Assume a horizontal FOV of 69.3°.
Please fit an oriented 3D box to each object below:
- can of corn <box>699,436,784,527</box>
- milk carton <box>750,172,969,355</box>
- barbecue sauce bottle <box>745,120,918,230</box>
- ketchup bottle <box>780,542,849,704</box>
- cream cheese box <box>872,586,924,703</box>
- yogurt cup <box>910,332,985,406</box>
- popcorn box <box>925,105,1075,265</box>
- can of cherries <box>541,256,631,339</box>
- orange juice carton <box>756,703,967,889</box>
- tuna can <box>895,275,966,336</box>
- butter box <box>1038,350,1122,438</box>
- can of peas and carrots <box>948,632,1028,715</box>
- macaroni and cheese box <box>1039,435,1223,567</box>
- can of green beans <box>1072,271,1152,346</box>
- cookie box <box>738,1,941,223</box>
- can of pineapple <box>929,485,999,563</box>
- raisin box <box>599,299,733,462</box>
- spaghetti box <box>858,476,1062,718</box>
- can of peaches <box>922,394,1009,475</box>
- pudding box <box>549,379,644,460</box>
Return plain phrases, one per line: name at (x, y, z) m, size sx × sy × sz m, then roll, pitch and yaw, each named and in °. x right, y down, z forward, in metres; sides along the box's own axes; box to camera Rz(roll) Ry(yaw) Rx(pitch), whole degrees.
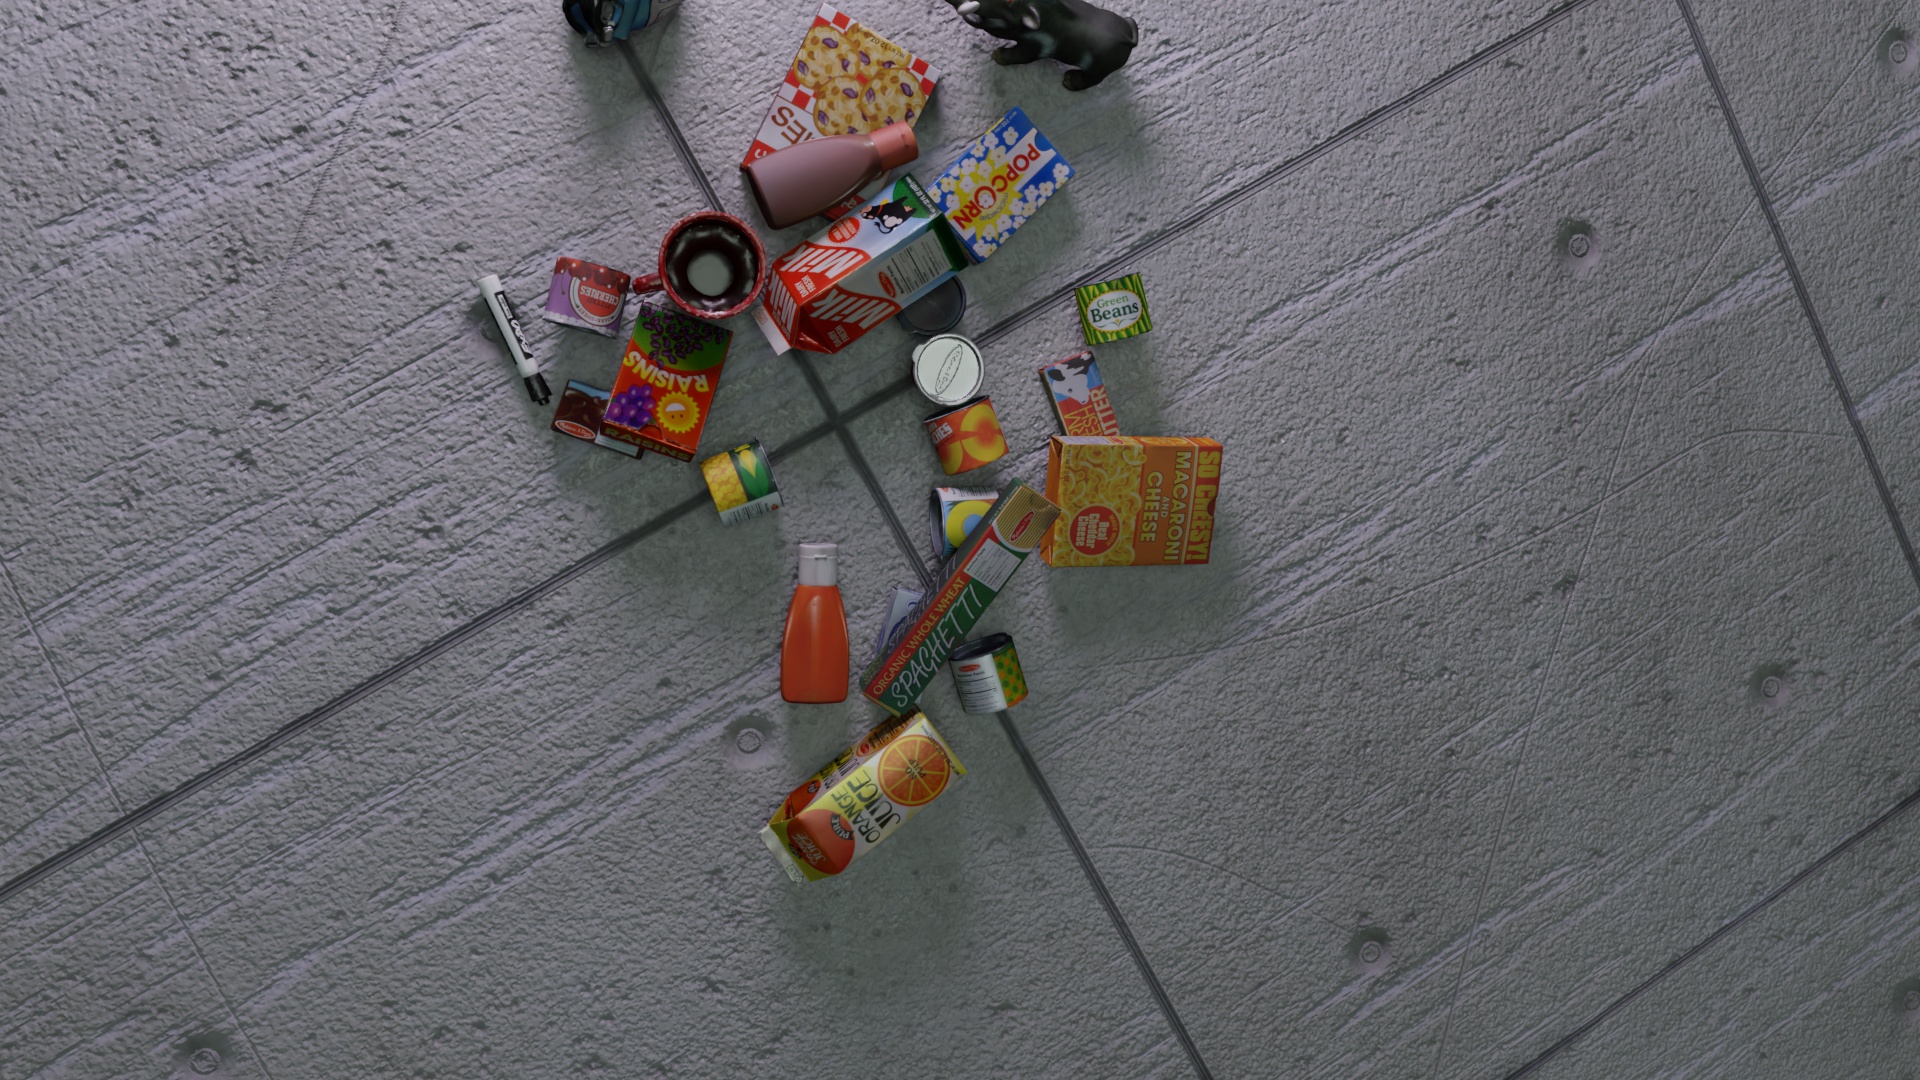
can of corn at (-0.201, -0.054, 1.268) m, size 0.058 × 0.071 × 0.071 m, roll -22°, pitch 100°, yaw -9°
milk carton at (-0.097, -0.238, 1.250) m, size 0.190 × 0.072 × 0.073 m, roll -34°, pitch 142°, yaw -1°
barbecue sauce bottle at (-0.111, -0.330, 1.231) m, size 0.149 × 0.043 × 0.064 m, roll -24°, pitch 101°, yaw -11°
ketchup bottle at (-0.135, 0.078, 1.304) m, size 0.065 × 0.043 × 0.148 m, roll 1°, pitch 95°, yaw -13°
cream cheese box at (-0.052, 0.101, 1.335) m, size 0.053 × 0.024 × 0.103 m, roll 14°, pitch 92°, yaw -15°
yogurt cup at (-0.015, -0.160, 1.304) m, size 0.072 × 0.054 × 0.072 m, roll -1°, pitch 96°, yaw -12°
popcorn box at (0.033, -0.333, 1.308) m, size 0.127 × 0.038 × 0.085 m, roll -45°, pitch 101°, yaw -5°
can of cherries at (-0.327, -0.213, 1.222) m, size 0.071 × 0.071 × 0.058 m, roll 14°, pitch 92°, yaw -13°
orange juice carton at (-0.096, 0.244, 1.313) m, size 0.193 × 0.073 × 0.071 m, roll -37°, pitch 102°, yaw -6°
tuna can at (-0.032, -0.223, 1.306) m, size 0.071 × 0.033 × 0.071 m, roll -1°, pitch 95°, yaw -12°
butter box at (0.119, -0.128, 1.352) m, size 0.053 × 0.024 × 0.103 m, roll -23°, pitch 99°, yaw -9°
can of peas and carrots at (0.028, 0.128, 1.335) m, size 0.071 × 0.071 × 0.058 m, roll -19°, pitch 99°, yaw -10°
macaroni and cheese box at (0.166, -0.037, 1.346) m, size 0.167 × 0.040 × 0.123 m, roll -1°, pitch 108°, yaw -15°
can of green beans at (0.146, -0.221, 1.328) m, size 0.071 × 0.071 × 0.057 m, roll -16°, pitch 99°, yaw -10°
cookie box at (-0.110, -0.383, 1.270) m, size 0.123 × 0.040 × 0.167 m, roll 27°, pitch 89°, yaw -13°
can of pineapple at (0.005, -0.016, 1.316) m, size 0.058 × 0.071 × 0.071 m, roll -3°, pitch 96°, yaw -12°
raisin box at (-0.261, -0.141, 1.238) m, size 0.086 × 0.040 × 0.124 m, roll 19°, pitch 70°, yaw -15°
spaghetti box at (-0.003, 0.053, 1.287) m, size 0.050 × 0.029 × 0.249 m, roll 34°, pitch 99°, yaw -22°
can of peaches at (0.004, -0.098, 1.307) m, size 0.071 × 0.071 × 0.058 m, roll -23°, pitch 101°, yaw -9°
pudding box at (-0.321, -0.109, 1.254) m, size 0.084 × 0.030 × 0.049 m, roll 19°, pitch 92°, yaw -13°
